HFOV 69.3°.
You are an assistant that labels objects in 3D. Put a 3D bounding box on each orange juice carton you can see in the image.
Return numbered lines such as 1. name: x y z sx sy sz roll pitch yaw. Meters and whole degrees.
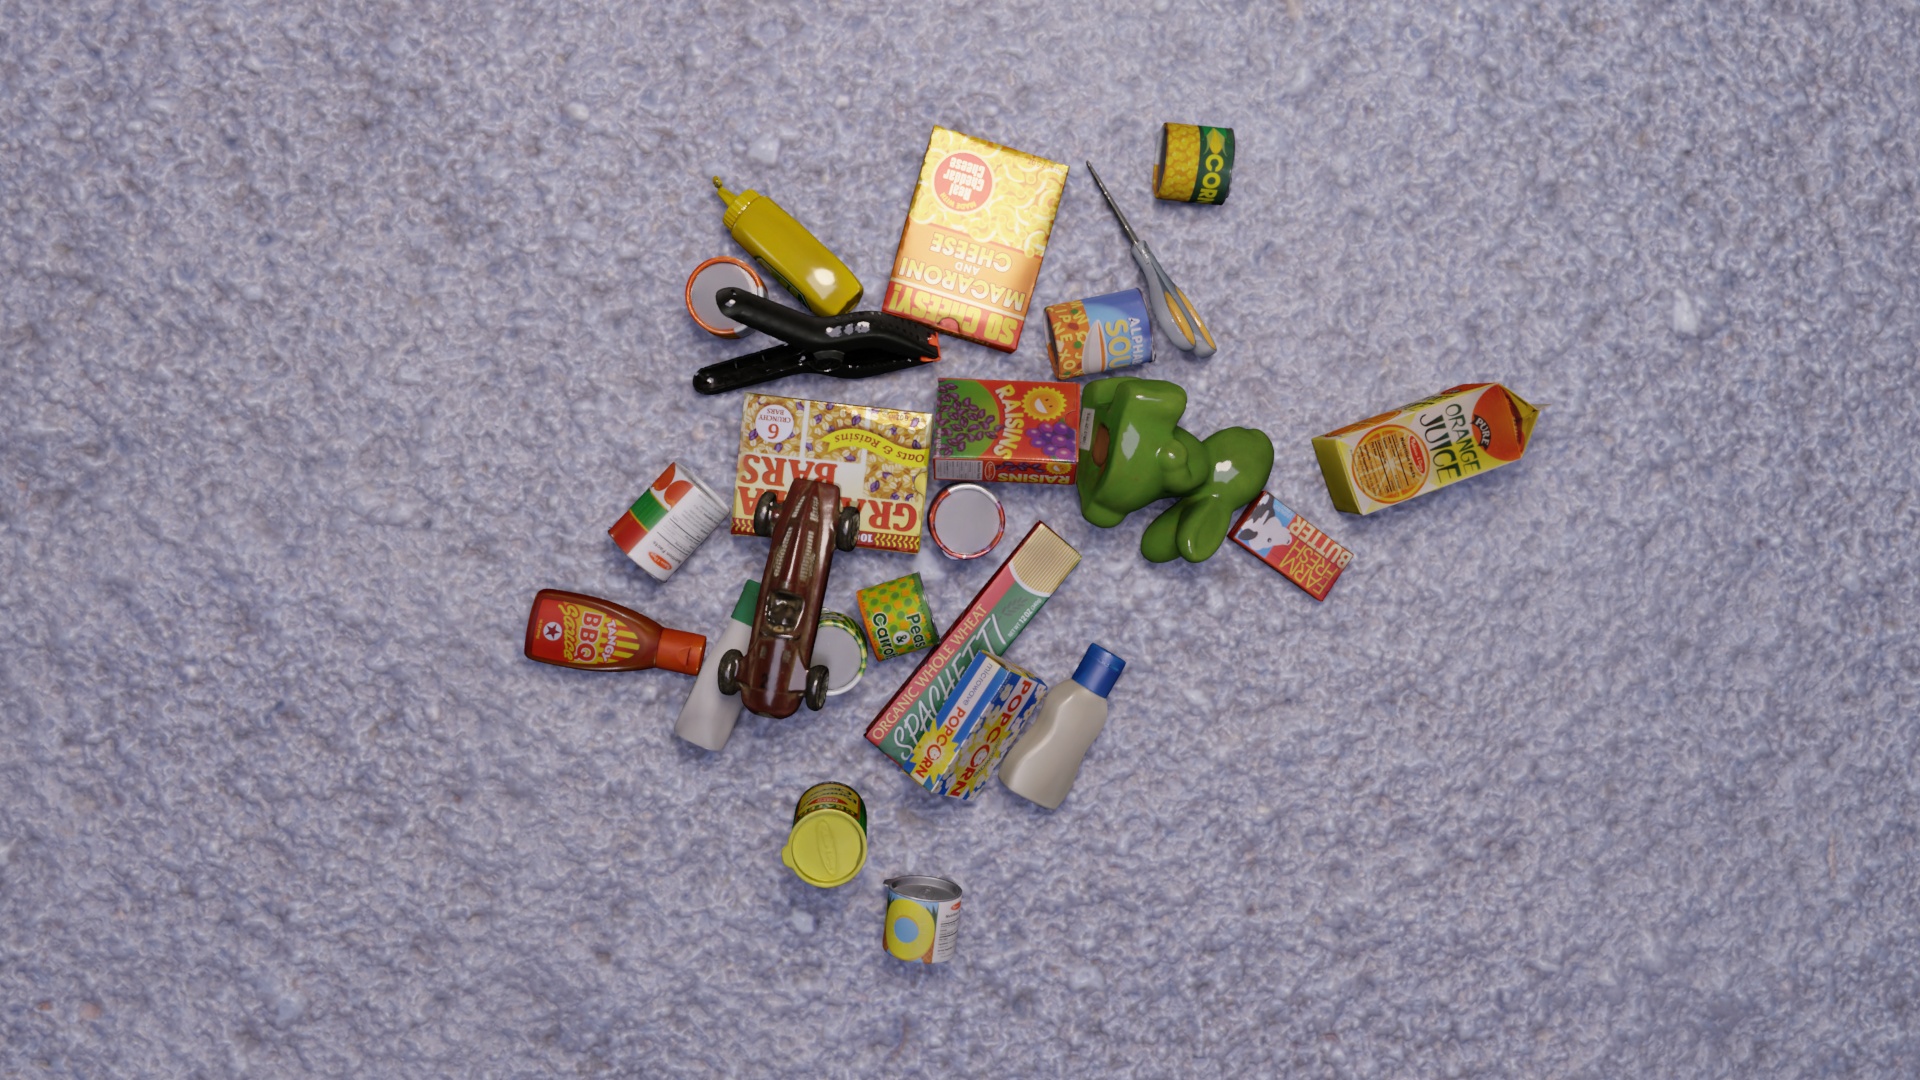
1. orange juice carton: 0.420 -0.088 1.226 0.193 0.072 0.073 -20 95 -2

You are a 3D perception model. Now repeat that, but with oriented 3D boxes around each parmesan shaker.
1. parmesan shaker: -0.116 0.251 1.197 0.071 0.103 0.071 0 94 -4

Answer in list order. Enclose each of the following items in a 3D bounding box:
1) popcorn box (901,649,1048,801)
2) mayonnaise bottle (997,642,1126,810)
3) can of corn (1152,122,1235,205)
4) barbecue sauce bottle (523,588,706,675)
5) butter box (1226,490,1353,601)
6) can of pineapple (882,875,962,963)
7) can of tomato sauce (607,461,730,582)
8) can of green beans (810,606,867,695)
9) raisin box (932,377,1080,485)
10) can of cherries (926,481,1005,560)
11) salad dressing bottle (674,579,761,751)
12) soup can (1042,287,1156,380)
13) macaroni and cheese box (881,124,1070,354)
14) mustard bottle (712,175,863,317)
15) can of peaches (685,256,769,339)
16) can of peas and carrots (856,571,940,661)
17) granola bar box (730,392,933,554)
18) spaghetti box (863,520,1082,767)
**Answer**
1. popcorn box: 0.014 0.162 1.207 0.038 0.085 0.126 34 91 30
2. mayonnaise bottle: 0.095 0.163 1.234 0.064 0.041 0.148 31 90 -26
3. can of corn: 0.201 -0.323 1.198 0.058 0.071 0.071 5 94 -3
4. barbecue sauce bottle: -0.297 0.086 1.204 0.149 0.043 0.065 12 92 -5
5. butter box: 0.297 0.005 1.248 0.103 0.024 0.053 35 90 -5
6. can of pineapple: -0.036 0.333 1.227 0.071 0.071 0.058 6 94 -4
7. can of tomato sauce: -0.250 -0.017 1.191 0.071 0.071 0.083 43 90 -5
8. can of green beans: -0.114 0.098 1.209 0.071 0.058 0.071 0 94 -4
9. raisin box: 0.040 -0.095 1.193 0.123 0.040 0.086 3 58 1
10. can of cherries: 0.004 -0.015 1.210 0.071 0.058 0.071 0 93 -4
11. salad dressing bottle: -0.198 0.107 1.206 0.044 0.064 0.148 22 84 15
12. soup can: 0.120 -0.176 1.201 0.084 0.071 0.071 -12 95 -2
13. macaroni and cheese box: 0.011 -0.259 1.204 0.124 0.040 0.166 16 92 -4
14. mustard bottle: -0.154 -0.252 1.184 0.160 0.065 0.049 42 85 0
15. can of peaches: -0.201 -0.207 1.184 0.071 0.058 0.071 0 94 -4
16. can of peas and carrots: -0.053 0.068 1.205 0.059 0.071 0.071 -17 95 -2
17. granola bar box: -0.111 -0.058 1.209 0.166 0.039 0.124 6 94 -4
18. spaghetti box: 0.010 0.093 1.232 0.050 0.029 0.250 40 90 -5
